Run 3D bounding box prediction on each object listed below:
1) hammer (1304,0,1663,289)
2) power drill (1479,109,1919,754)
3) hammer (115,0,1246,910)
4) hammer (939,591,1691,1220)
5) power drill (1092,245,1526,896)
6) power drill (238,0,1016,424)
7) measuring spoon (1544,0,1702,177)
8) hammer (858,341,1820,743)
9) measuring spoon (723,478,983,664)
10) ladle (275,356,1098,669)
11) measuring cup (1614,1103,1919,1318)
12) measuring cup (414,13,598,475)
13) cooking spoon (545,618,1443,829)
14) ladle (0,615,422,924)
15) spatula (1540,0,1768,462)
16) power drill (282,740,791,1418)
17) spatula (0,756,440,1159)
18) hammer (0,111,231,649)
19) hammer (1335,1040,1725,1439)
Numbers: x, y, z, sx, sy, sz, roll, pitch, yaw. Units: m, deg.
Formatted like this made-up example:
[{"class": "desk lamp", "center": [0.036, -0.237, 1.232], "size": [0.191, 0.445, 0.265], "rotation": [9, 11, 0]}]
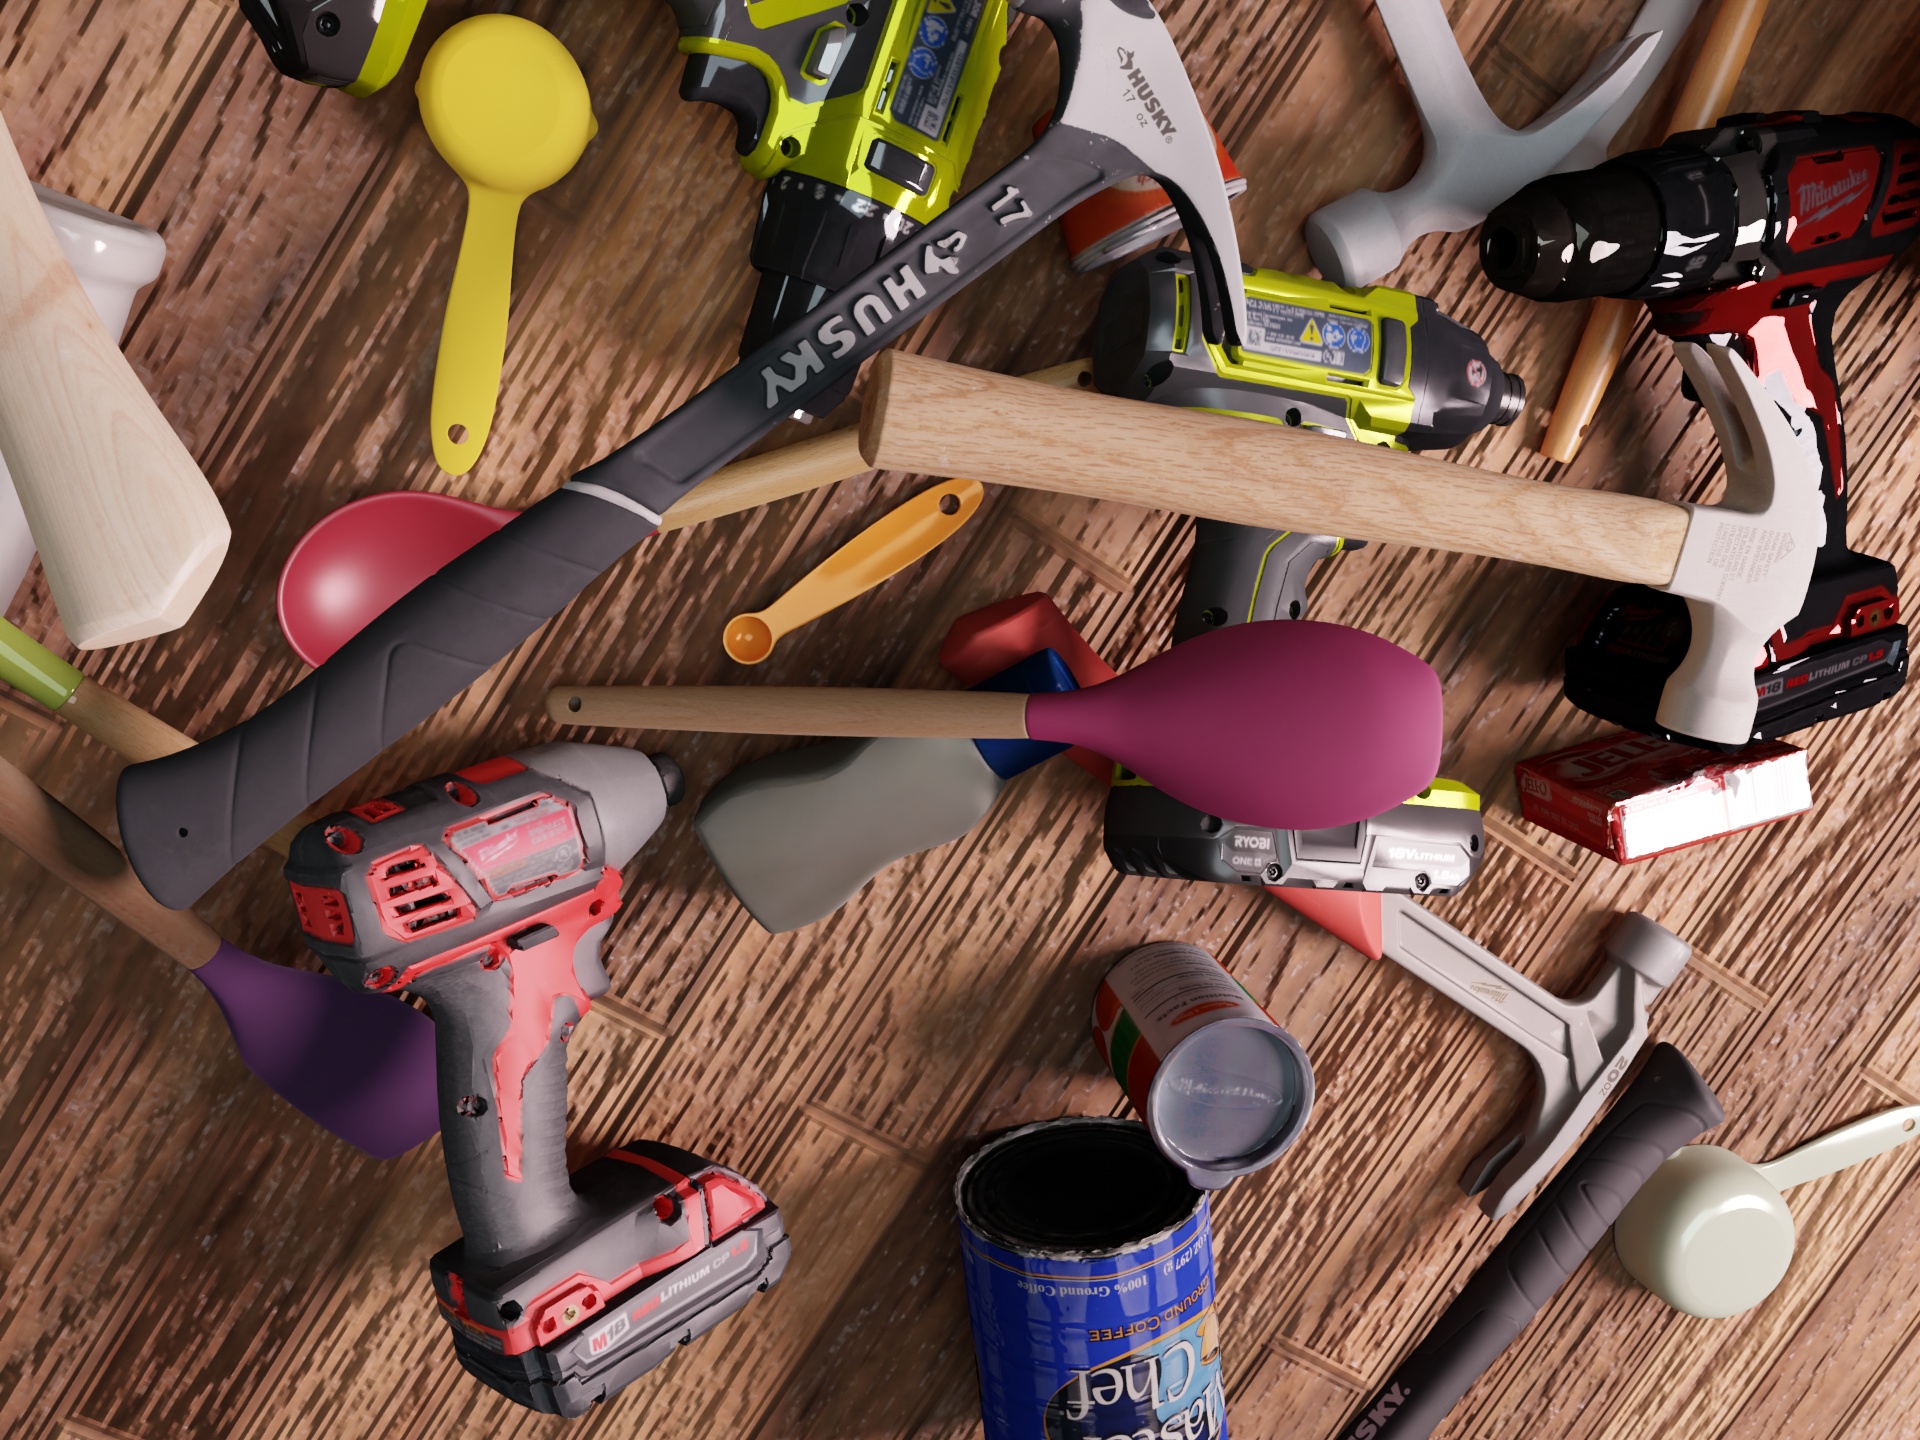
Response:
[{"class": "hammer", "center": [0.113, -0.366, 0.550], "size": [0.144, 0.035, 0.405], "rotation": [-29, 106, 0]}, {"class": "power drill", "center": [0.278, -0.107, 0.599], "size": [0.188, 0.080, 0.226], "rotation": [-15, 109, -21]}, {"class": "hammer", "center": [-0.089, -0.076, 0.497], "size": [0.409, 0.036, 0.149], "rotation": [-38, 109, -2]}, {"class": "hammer", "center": [0.138, 0.068, 0.657], "size": [0.359, 0.037, 0.149], "rotation": [33, 95, -17]}, {"class": "power drill", "center": [0.132, -0.050, 0.588], "size": [0.171, 0.080, 0.223], "rotation": [5, 85, -19]}, {"class": "power drill", "center": [-0.096, -0.214, 0.503], "size": [0.228, 0.080, 0.190], "rotation": [16, 99, -32]}, {"class": "measuring spoon", "center": [0.263, -0.250, 0.618], "size": [0.034, 0.018, 0.124], "rotation": [28, 95, -16]}, {"class": "hammer", "center": [0.132, -0.076, 0.514], "size": [0.331, 0.031, 0.130], "rotation": [8, 103, -15]}, {"class": "measuring spoon", "center": [-0.041, -0.059, 0.607], "size": [0.117, 0.011, 0.021], "rotation": [-34, 106, -6]}, {"class": "ladle", "center": [-0.088, -0.084, 0.582], "size": [0.315, 0.031, 0.069], "rotation": [-19, 111, -9]}, {"class": "measuring cup", "center": [0.390, 0.223, 0.741], "size": [0.167, 0.038, 0.083], "rotation": [-23, 106, -3]}, {"class": "measuring cup", "center": [-0.164, -0.161, 0.545], "size": [0.062, 0.029, 0.156], "rotation": [9, 98, -13]}, {"class": "cooking spoon", "center": [-0.001, -0.002, 0.546], "size": [0.319, 0.017, 0.069], "rotation": [1, 87, 18]}, {"class": "ladle", "center": [-0.265, 0.011, 0.514], "size": [0.078, 0.062, 0.319], "rotation": [-46, 124, 2]}, {"class": "spatula", "center": [0.285, -0.257, 0.611], "size": [0.081, 0.041, 0.322], "rotation": [1, 113, -45]}, {"class": "power drill", "center": [-0.142, 0.118, 0.577], "size": [0.143, 0.078, 0.219], "rotation": [-23, 106, -41]}, {"class": "spatula", "center": [-0.265, 0.061, 0.522], "size": [0.060, 0.018, 0.315], "rotation": [-34, 132, -2]}, {"class": "hammer", "center": [-0.314, -0.215, 0.444], "size": [0.146, 0.038, 0.410], "rotation": [-20, 92, -12]}, {"class": "hammer", "center": [0.213, 0.269, 0.689], "size": [0.335, 0.146, 0.035], "rotation": [-45, 108, -11]}]
